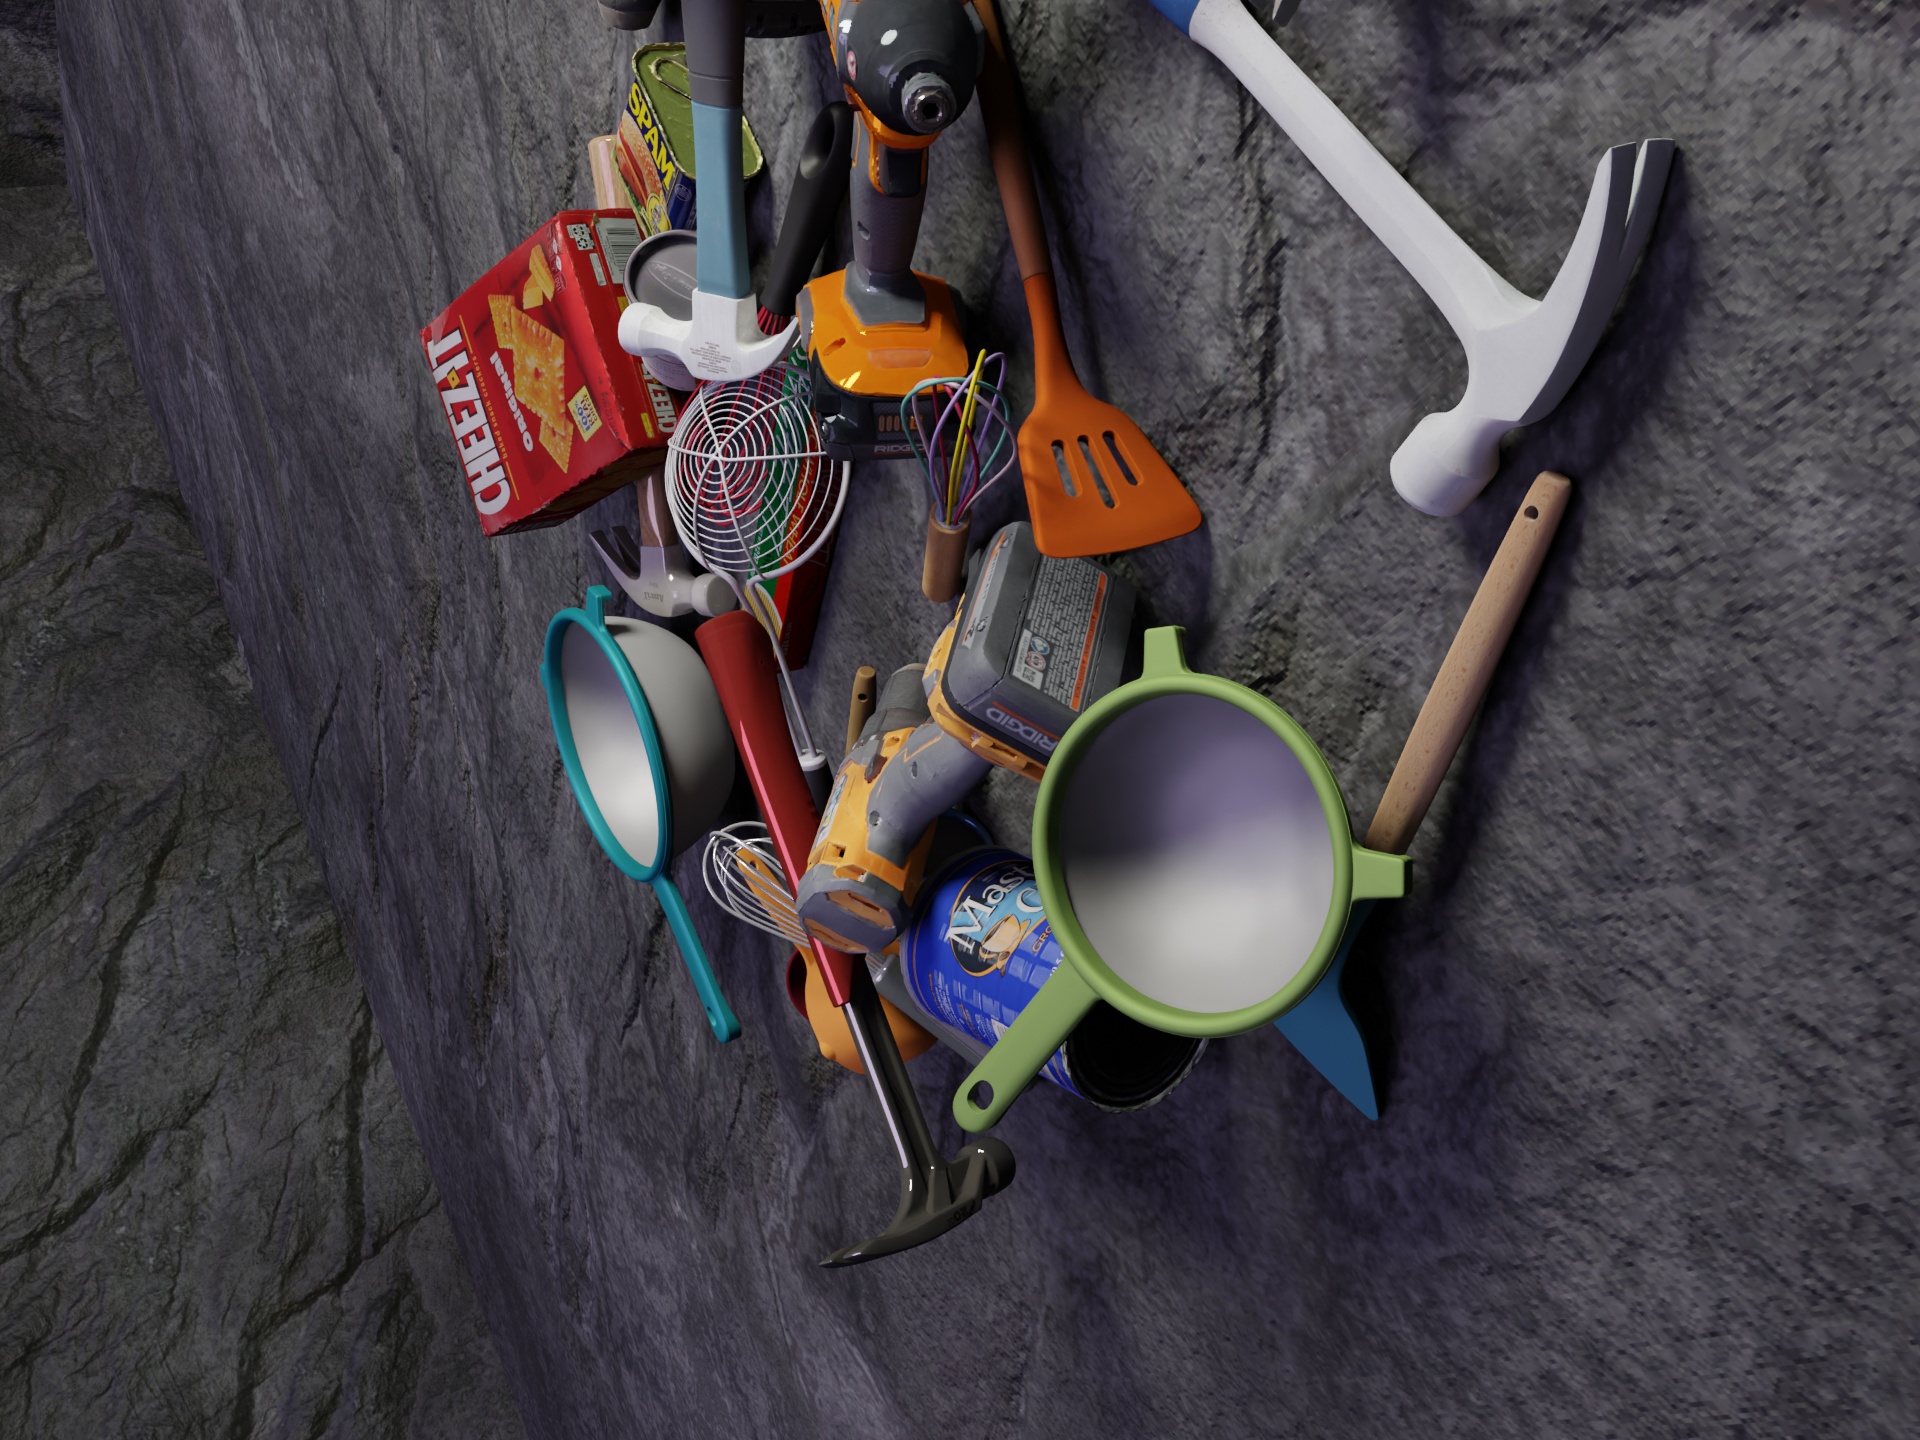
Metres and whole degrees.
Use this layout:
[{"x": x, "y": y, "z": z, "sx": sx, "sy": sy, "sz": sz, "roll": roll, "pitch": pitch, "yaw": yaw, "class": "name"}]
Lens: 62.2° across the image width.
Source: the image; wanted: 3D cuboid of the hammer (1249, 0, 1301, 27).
[{"x": -0.027, "y": -0.348, "z": 0.640, "sx": 0.386, "sy": 0.038, "sz": 0.143, "roll": 14, "pitch": 98, "yaw": 34, "class": "hammer"}]

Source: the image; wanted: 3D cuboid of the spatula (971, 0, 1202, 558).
[{"x": 0.034, "y": -0.231, "z": 0.733, "sx": 0.041, "sy": 0.081, "sz": 0.322, "roll": 158, "pitch": 100, "yaw": -75, "class": "spatula"}]

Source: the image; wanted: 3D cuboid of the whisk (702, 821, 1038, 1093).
[{"x": -0.052, "y": 0.144, "z": 0.949, "sx": 0.246, "sy": 0.058, "sz": 0.059, "roll": 38, "pitch": 156, "yaw": -3, "class": "whisk"}]

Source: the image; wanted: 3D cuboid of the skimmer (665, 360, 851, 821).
[{"x": -0.094, "y": -0.040, "z": 0.995, "sx": 0.127, "sy": 0.090, "sz": 0.362, "roll": 8, "pitch": 131, "yaw": 28, "class": "skimmer"}]

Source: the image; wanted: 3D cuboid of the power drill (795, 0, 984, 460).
[{"x": -0.030, "y": -0.235, "z": 0.735, "sx": 0.164, "sy": 0.084, "sz": 0.226, "roll": -104, "pitch": 13, "yaw": -46, "class": "power drill"}]

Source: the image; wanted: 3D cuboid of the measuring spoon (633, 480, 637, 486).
[{"x": -0.239, "y": -0.226, "z": 1.171, "sx": 0.034, "sy": 0.018, "sz": 0.124, "roll": 32, "pitch": 132, "yaw": 46, "class": "measuring spoon"}]

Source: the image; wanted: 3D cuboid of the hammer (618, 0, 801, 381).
[{"x": -0.126, "y": -0.329, "z": 0.808, "sx": 0.128, "sy": 0.033, "sz": 0.330, "roll": 19, "pitch": 129, "yaw": 20, "class": "hammer"}]

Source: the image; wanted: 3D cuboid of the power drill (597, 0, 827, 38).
[{"x": -0.150, "y": -0.453, "z": 0.884, "sx": 0.227, "sy": 0.080, "sz": 0.187, "roll": 50, "pitch": 141, "yaw": 36, "class": "power drill"}]

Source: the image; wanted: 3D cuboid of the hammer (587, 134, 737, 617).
[{"x": -0.228, "y": -0.238, "z": 1.127, "sx": 0.130, "sy": 0.031, "sz": 0.331, "roll": 8, "pitch": 109, "yaw": 42, "class": "hammer"}]

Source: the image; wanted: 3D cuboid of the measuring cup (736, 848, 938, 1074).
[{"x": -0.073, "y": 0.141, "z": 0.998, "sx": 0.052, "sy": 0.095, "sz": 0.173, "roll": -29, "pitch": 102, "yaw": 38, "class": "measuring cup"}]

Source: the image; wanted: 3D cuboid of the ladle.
[{"x": -0.072, "y": 0.089, "z": 1.018, "sx": 0.031, "sy": 0.069, "sz": 0.315, "roll": -81, "pitch": -1, "yaw": -49, "class": "ladle"}]

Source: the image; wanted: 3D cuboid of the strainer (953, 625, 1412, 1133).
[{"x": 0.082, "y": 0.093, "z": 0.702, "sx": 0.152, "sy": 0.069, "sz": 0.256, "roll": 49, "pitch": 121, "yaw": 25, "class": "strainer"}]

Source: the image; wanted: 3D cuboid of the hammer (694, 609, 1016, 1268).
[{"x": -0.079, "y": 0.108, "z": 0.874, "sx": 0.036, "sy": 0.149, "sz": 0.359, "roll": -28, "pitch": 78, "yaw": 32, "class": "hammer"}]

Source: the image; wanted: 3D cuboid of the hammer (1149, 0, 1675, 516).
[{"x": 0.106, "y": -0.273, "z": 0.615, "sx": 0.406, "sy": 0.035, "sz": 0.144, "roll": 58, "pitch": 145, "yaw": 23, "class": "hammer"}]

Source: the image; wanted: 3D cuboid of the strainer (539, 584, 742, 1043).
[{"x": -0.204, "y": 0.066, "z": 1.189, "sx": 0.211, "sy": 0.095, "sz": 0.340, "roll": -34, "pitch": 77, "yaw": 59, "class": "strainer"}]

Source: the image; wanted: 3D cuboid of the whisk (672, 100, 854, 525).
[{"x": -0.115, "y": -0.233, "z": 0.952, "sx": 0.073, "sy": 0.073, "sz": 0.295, "roll": 54, "pitch": 137, "yaw": 27, "class": "whisk"}]

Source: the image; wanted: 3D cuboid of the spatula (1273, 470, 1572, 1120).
[{"x": 0.185, "y": 0.040, "z": 0.655, "sx": 0.082, "sy": 0.044, "sz": 0.317, "roll": 46, "pitch": 134, "yaw": 38, "class": "spatula"}]

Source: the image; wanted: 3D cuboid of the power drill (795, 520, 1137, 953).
[{"x": -0.001, "y": -0.003, "z": 0.820, "sx": 0.084, "sy": 0.185, "sz": 0.226, "roll": 29, "pitch": 135, "yaw": -13, "class": "power drill"}]

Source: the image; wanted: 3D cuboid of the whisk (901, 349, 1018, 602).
[{"x": -0.005, "y": -0.108, "z": 0.784, "sx": 0.245, "sy": 0.051, "sz": 0.047, "roll": 103, "pitch": 152, "yaw": -72, "class": "whisk"}]
